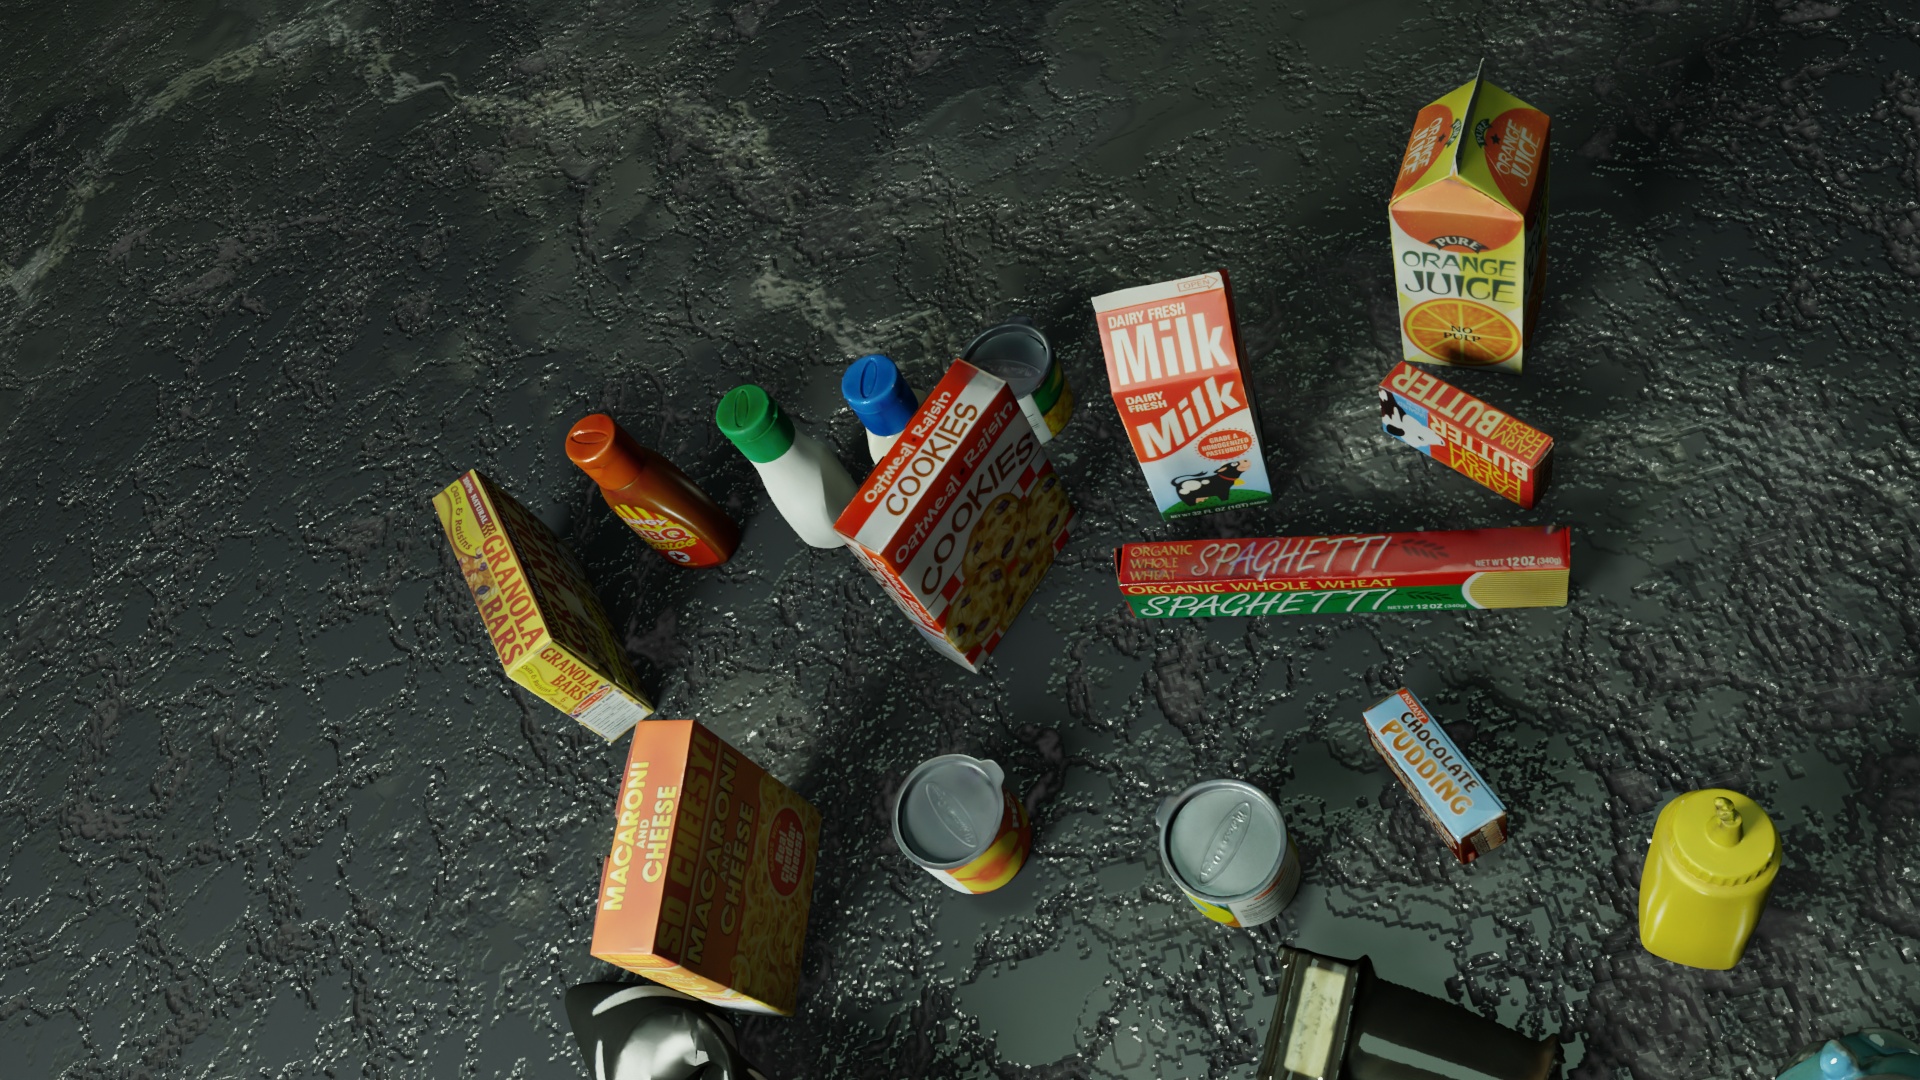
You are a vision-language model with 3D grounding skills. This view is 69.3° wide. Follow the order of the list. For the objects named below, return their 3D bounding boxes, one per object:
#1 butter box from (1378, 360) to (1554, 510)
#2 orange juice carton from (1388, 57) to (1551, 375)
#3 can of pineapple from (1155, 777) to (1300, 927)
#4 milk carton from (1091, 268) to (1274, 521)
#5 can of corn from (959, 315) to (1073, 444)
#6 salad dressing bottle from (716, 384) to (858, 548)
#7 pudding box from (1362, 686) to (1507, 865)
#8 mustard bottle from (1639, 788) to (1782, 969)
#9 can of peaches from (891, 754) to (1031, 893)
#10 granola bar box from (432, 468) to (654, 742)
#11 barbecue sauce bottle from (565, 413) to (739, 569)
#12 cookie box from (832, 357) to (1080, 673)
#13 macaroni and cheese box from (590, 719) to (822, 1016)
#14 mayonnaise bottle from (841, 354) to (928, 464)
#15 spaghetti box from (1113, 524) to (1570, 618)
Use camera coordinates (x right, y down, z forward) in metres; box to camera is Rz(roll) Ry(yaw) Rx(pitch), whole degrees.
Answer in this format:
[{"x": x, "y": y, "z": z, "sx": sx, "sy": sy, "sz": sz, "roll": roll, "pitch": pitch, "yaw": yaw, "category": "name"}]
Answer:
[{"x": 0.295, "y": -0.062, "z": 0.811, "sx": 0.104, "sy": 0.053, "sz": 0.024, "roll": 37, "pitch": 80, "yaw": 33, "category": "butter box"}, {"x": 0.293, "y": -0.180, "z": 0.794, "sx": 0.073, "sy": 0.192, "sz": 0.072, "roll": 12, "pitch": 67, "yaw": 27, "category": "orange juice carton"}, {"x": 0.143, "y": 0.165, "z": 0.738, "sx": 0.071, "sy": 0.057, "sz": 0.071, "roll": -9, "pitch": 59, "yaw": 16, "category": "can of pineapple"}, {"x": 0.132, "y": -0.091, "z": 0.807, "sx": 0.072, "sy": 0.190, "sz": 0.074, "roll": -10, "pitch": 59, "yaw": 16, "category": "milk carton"}, {"x": 0.038, "y": -0.105, "z": 0.932, "sx": 0.071, "sy": 0.058, "sz": 0.071, "roll": -9, "pitch": 59, "yaw": 16, "category": "can of corn"}, {"x": -0.108, "y": -0.047, "z": 0.901, "sx": 0.044, "sy": 0.147, "sz": 0.064, "roll": -12, "pitch": 59, "yaw": 15, "category": "salad dressing bottle"}, {"x": 0.248, "y": 0.123, "z": 0.726, "sx": 0.030, "sy": 0.049, "sz": 0.084, "roll": -32, "pitch": 56, "yaw": 2, "category": "pudding box"}, {"x": 0.331, "y": 0.145, "z": 0.614, "sx": 0.049, "sy": 0.159, "sz": 0.065, "roll": 8, "pitch": 66, "yaw": 25, "category": "mustard bottle"}, {"x": 0.004, "y": 0.161, "z": 0.793, "sx": 0.071, "sy": 0.058, "sz": 0.071, "roll": -9, "pitch": 59, "yaw": 16, "category": "can of peaches"}, {"x": -0.278, "y": 0.043, "z": 0.930, "sx": 0.039, "sy": 0.124, "sz": 0.166, "roll": -36, "pitch": 56, "yaw": -1, "category": "granola bar box"}, {"x": -0.208, "y": -0.032, "z": 0.930, "sx": 0.065, "sy": 0.148, "sz": 0.044, "roll": 3, "pitch": 64, "yaw": 23, "category": "barbecue sauce bottle"}, {"x": 0.003, "y": -0.010, "z": 0.825, "sx": 0.040, "sy": 0.167, "sz": 0.123, "roll": 27, "pitch": 74, "yaw": 31, "category": "cookie box"}, {"x": -0.135, "y": 0.185, "z": 0.768, "sx": 0.040, "sy": 0.166, "sz": 0.124, "roll": -5, "pitch": 61, "yaw": 19, "category": "macaroni and cheese box"}, {"x": -0.030, "y": -0.061, "z": 0.879, "sx": 0.041, "sy": 0.147, "sz": 0.065, "roll": -4, "pitch": 61, "yaw": 19, "category": "mayonnaise bottle"}, {"x": 0.215, "y": 0.019, "z": 0.797, "sx": 0.250, "sy": 0.050, "sz": 0.029, "roll": -3, "pitch": 61, "yaw": 20, "category": "spaghetti box"}]
